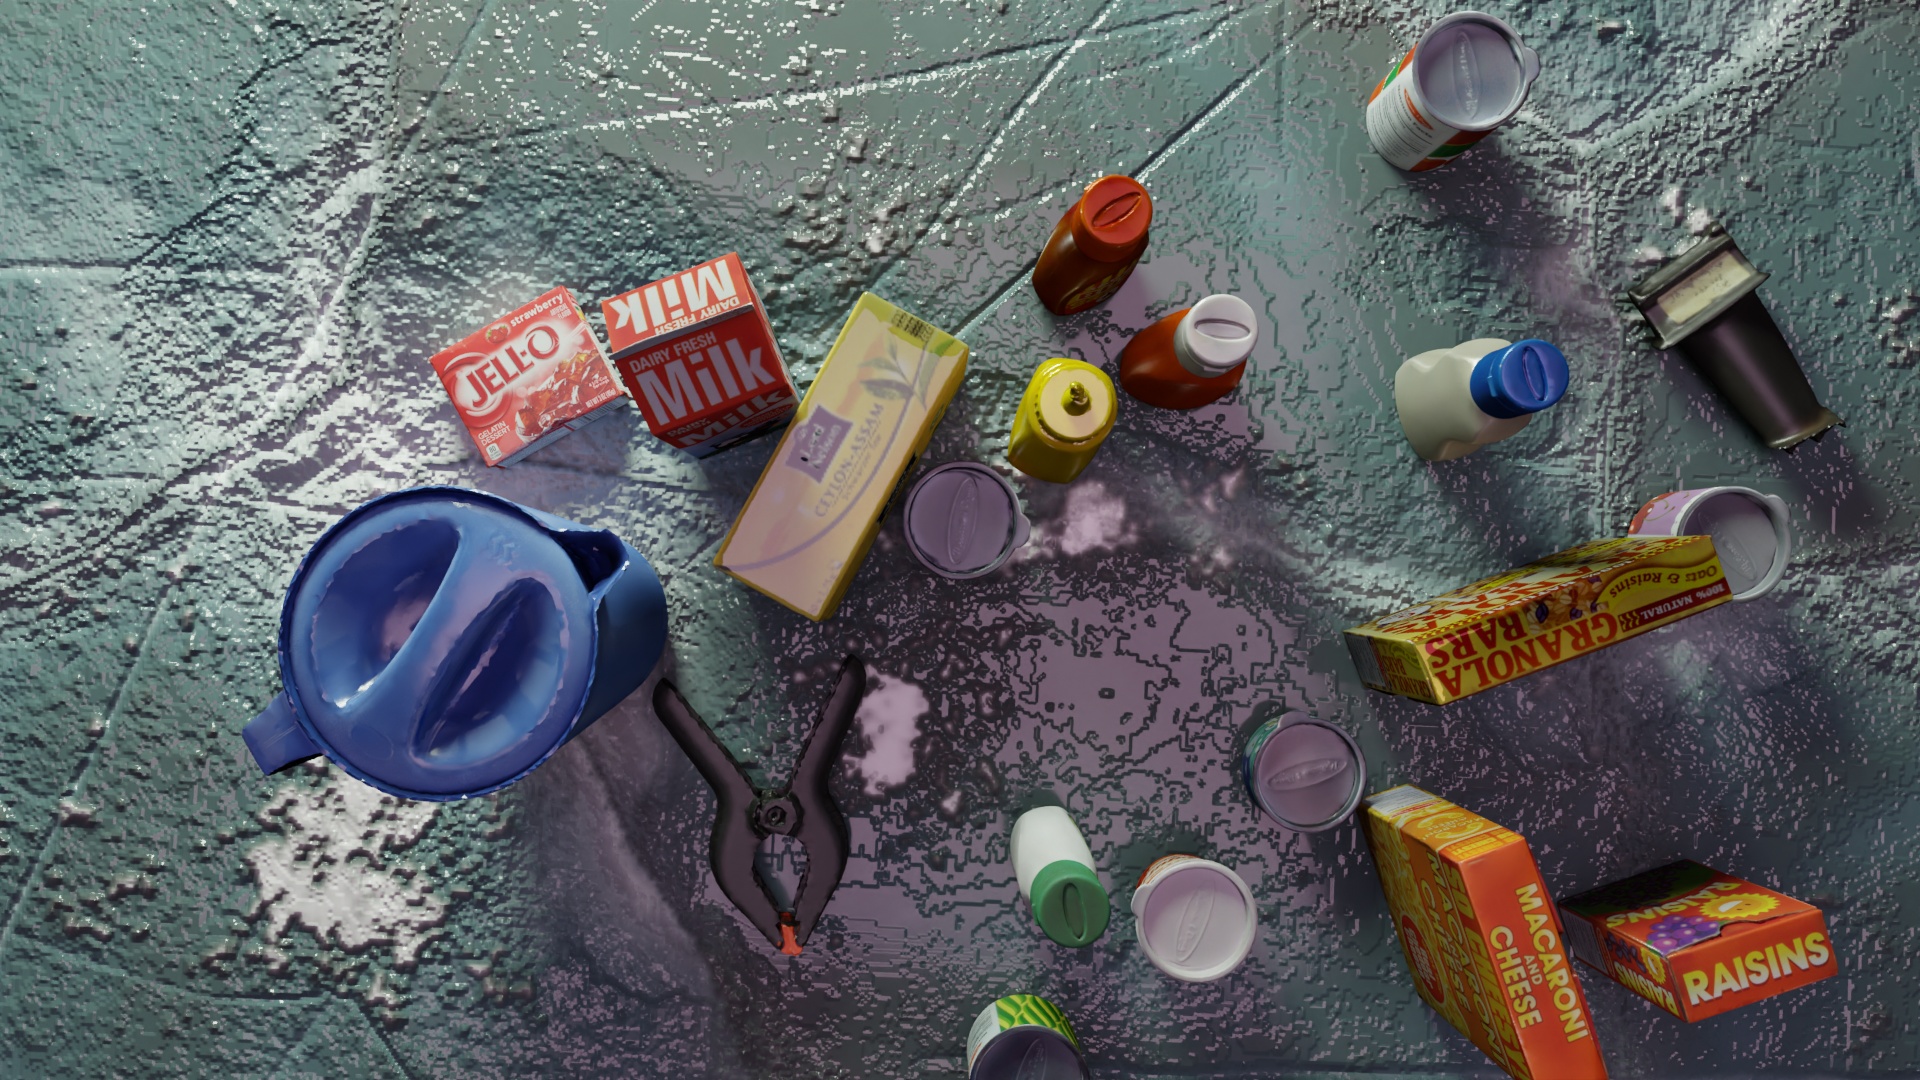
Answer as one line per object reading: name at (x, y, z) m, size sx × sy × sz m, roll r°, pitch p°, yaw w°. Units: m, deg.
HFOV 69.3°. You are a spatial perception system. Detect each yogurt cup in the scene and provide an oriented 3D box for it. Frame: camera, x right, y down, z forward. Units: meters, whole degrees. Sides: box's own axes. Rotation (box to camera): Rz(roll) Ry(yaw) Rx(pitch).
yogurt cup at (0.130, 0.211, 0.791) m, size 0.072 × 0.054 × 0.072 m, roll 0°, pitch 88°, yaw -2°

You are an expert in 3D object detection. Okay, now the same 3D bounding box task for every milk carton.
milk carton at (-0.131, -0.094, 0.725) m, size 0.072 × 0.190 × 0.073 m, roll -22°, pitch 89°, yaw -2°

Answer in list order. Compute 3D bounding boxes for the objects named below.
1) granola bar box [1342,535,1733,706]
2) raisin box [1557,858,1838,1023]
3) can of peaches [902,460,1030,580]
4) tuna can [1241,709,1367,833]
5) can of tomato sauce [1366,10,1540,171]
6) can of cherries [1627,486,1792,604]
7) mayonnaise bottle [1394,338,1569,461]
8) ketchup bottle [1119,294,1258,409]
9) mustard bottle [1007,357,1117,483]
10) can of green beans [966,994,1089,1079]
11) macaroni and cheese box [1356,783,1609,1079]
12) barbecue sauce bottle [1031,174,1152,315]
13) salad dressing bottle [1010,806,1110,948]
granola bar box at (0.311, 0.043, 0.767) m, size 0.166 × 0.124 × 0.039 m, roll -20°, pitch 89°, yaw -2°
raisin box at (0.401, 0.216, 0.764) m, size 0.086 × 0.123 × 0.040 m, roll -16°, pitch 89°, yaw -2°
can of peaches at (0.003, -0.010, 0.793) m, size 0.071 × 0.058 × 0.071 m, roll 0°, pitch 88°, yaw -2°
tuna can at (0.198, 0.132, 0.806) m, size 0.071 × 0.033 × 0.071 m, roll 0°, pitch 88°, yaw -2°
can of tomato sauce at (0.279, -0.255, 0.796) m, size 0.071 × 0.083 × 0.071 m, roll 0°, pitch 89°, yaw -1°
can of cherries at (0.434, 0.002, 0.804) m, size 0.071 × 0.058 × 0.071 m, roll 0°, pitch 88°, yaw -2°
mayonnaise bottle at (0.282, -0.080, 0.758) m, size 0.041 × 0.148 × 0.064 m, roll -15°, pitch 89°, yaw -2°
ketchup bottle at (0.127, -0.101, 0.754) m, size 0.065 × 0.149 × 0.043 m, roll 7°, pitch 89°, yaw -1°
mustard bottle at (0.056, -0.067, 0.745) m, size 0.049 × 0.160 × 0.065 m, roll 18°, pitch 88°, yaw -1°
can of green beans at (0.037, 0.297, 0.784) m, size 0.071 × 0.058 × 0.071 m, roll 0°, pitch 88°, yaw -2°
macaroni and cheese box at (0.271, 0.204, 0.739) m, size 0.040 × 0.166 × 0.123 m, roll -19°, pitch 89°, yaw -2°
barbecue sauce bottle at (0.074, -0.161, 0.754) m, size 0.065 × 0.148 × 0.043 m, roll -33°, pitch 90°, yaw -2°
salad dressing bottle at (0.053, 0.181, 0.743) m, size 0.044 × 0.147 × 0.064 m, roll -11°, pitch 89°, yaw -2°
